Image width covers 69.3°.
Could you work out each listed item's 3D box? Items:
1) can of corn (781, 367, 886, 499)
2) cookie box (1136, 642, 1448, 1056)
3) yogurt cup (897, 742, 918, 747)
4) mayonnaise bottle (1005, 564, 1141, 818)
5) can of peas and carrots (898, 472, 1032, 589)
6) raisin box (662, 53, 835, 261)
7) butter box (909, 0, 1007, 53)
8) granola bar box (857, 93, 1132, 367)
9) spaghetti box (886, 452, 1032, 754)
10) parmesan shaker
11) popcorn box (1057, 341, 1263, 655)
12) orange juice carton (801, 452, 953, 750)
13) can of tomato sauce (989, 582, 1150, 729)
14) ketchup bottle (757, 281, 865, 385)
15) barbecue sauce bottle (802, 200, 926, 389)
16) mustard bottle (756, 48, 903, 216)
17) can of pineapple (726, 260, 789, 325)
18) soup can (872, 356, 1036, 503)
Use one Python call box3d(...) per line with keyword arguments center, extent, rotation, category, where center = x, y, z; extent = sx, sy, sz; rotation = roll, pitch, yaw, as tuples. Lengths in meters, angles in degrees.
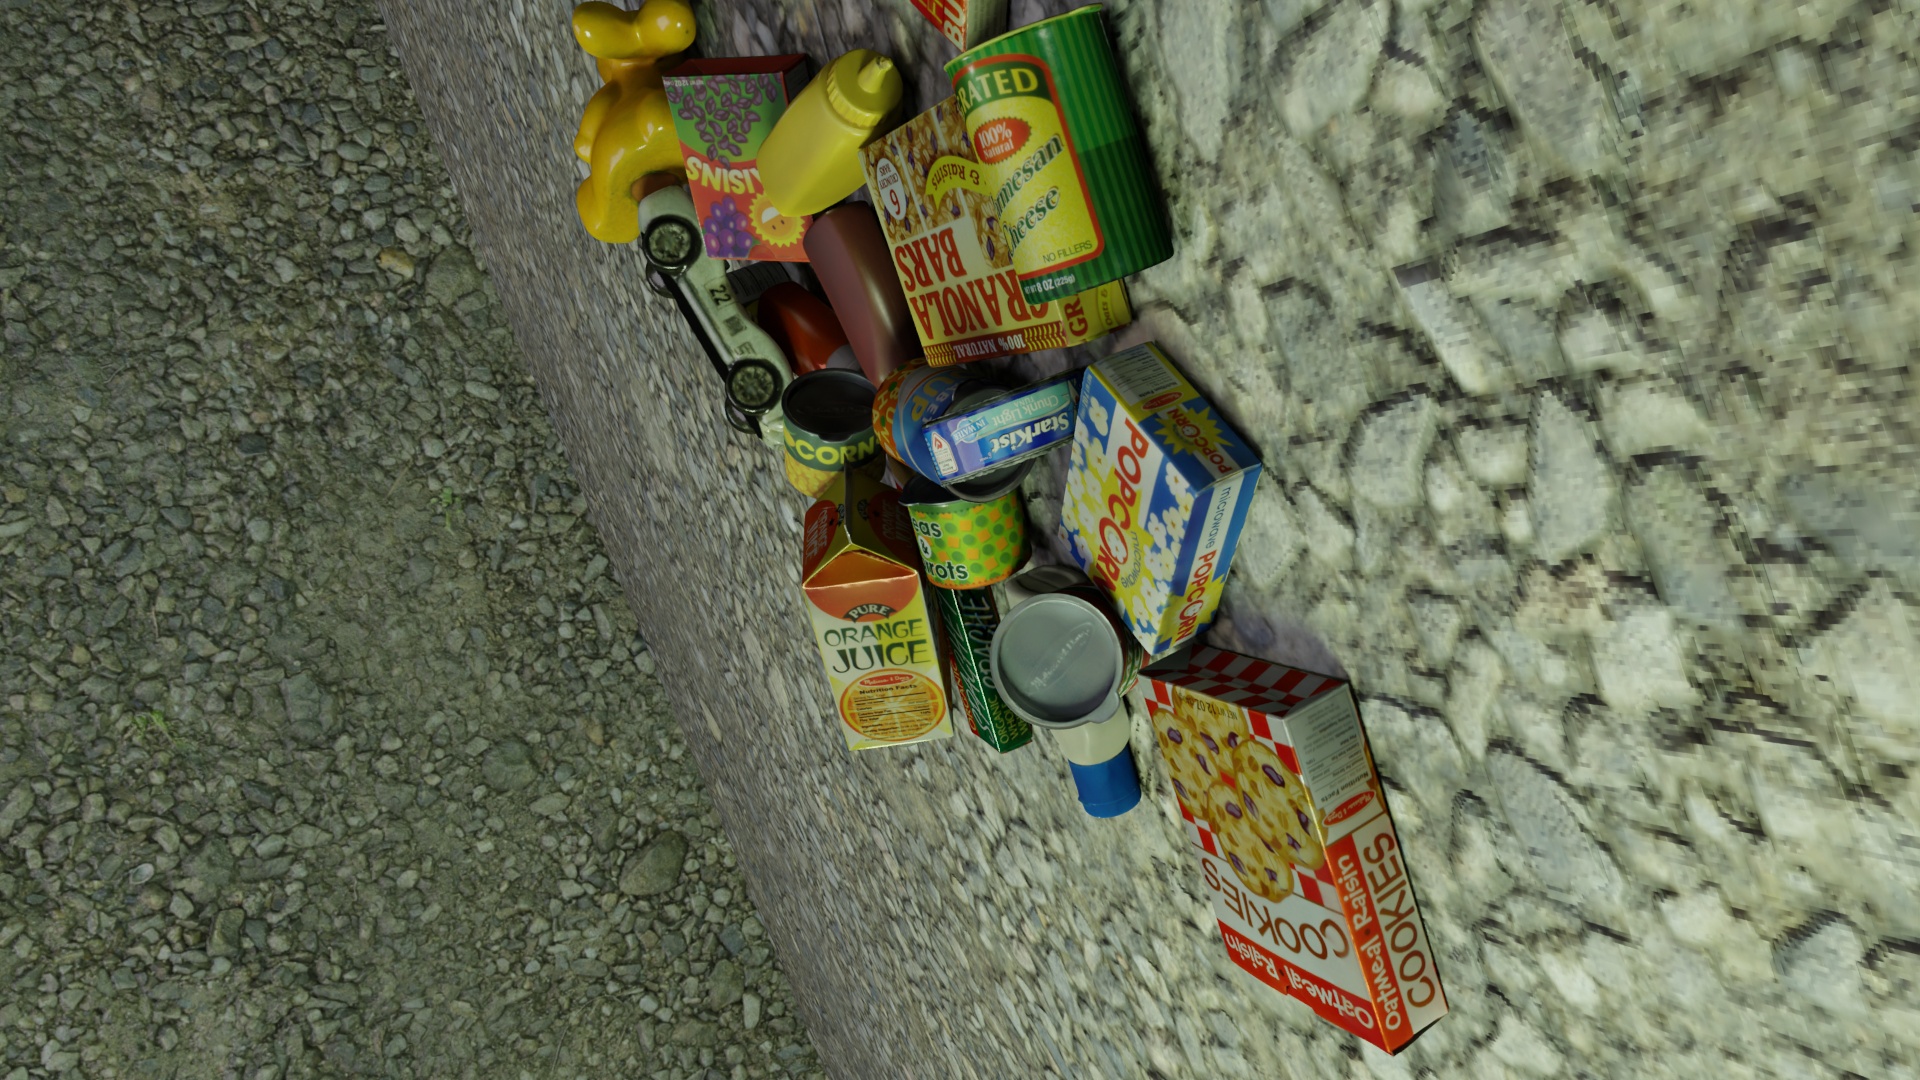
box3d(center=(-0.080, -0.065, 0.883), extent=(0.071, 0.071, 0.058), rotation=(51, 152, 36), category="can of corn")
box3d(center=(0.151, 0.140, 0.652), extent=(0.123, 0.040, 0.167), rotation=(9, 121, 67), category="cookie box")
box3d(center=(-0.045, 0.127, 1.105), extent=(0.054, 0.072, 0.072), rotation=(45, 152, 28), category="yogurt cup")
box3d(center=(0.069, 0.089, 0.806), extent=(0.065, 0.041, 0.147), rotation=(22, 133, 63), category="mayonnaise bottle")
box3d(center=(0.003, -0.010, 0.818), extent=(0.071, 0.071, 0.058), rotation=(30, 140, 58), category="can of peas and carrots")
box3d(center=(-0.130, -0.241, 0.884), extent=(0.086, 0.040, 0.122), rotation=(5, 127, 19), category="raisin box")
box3d(center=(0.000, -0.271, 0.605), extent=(0.053, 0.024, 0.103), rotation=(53, 156, 31), category="butter box")
box3d(center=(0.012, -0.153, 0.684), extent=(0.165, 0.039, 0.124), rotation=(8, 119, 67), category="granola bar box")
box3d(center=(-0.003, 0.027, 0.936), extent=(0.050, 0.029, 0.249), rotation=(24, 134, 63), category="spaghetti box")
box3d(center=(0.043, -0.155, 0.566), extent=(0.071, 0.071, 0.103), rotation=(7, 119, 67), category="parmesan shaker")
box3d(center=(0.088, -0.017, 0.641), extent=(0.085, 0.038, 0.126), rotation=(53, 156, 31), category="popcorn box")
box3d(center=(-0.054, 0.041, 0.879), extent=(0.072, 0.073, 0.191), rotation=(-94, -5, -50), category="orange juice carton")
box3d(center=(0.060, 0.057, 0.708), extent=(0.071, 0.071, 0.083), rotation=(64, -163, 6), category="can of tomato sauce")
box3d(center=(-0.094, -0.131, 0.968), extent=(0.149, 0.044, 0.064), rotation=(40, 150, 50), category="ketchup bottle")
box3d(center=(-0.047, -0.130, 0.852), extent=(0.148, 0.044, 0.064), rotation=(64, 159, 4), category="barbecue sauce bottle")
box3d(center=(-0.065, -0.230, 0.766), extent=(0.049, 0.065, 0.160), rotation=(62, 154, -1), category="mustard bottle")
box3d(center=(-0.161, -0.176, 1.069), extent=(0.071, 0.058, 0.070), rotation=(52, 155, 36), category="can of pineapple")
box3d(center=(-0.005, -0.067, 0.782), extent=(0.084, 0.071, 0.071), rotation=(33, 142, 57), category="soup can")
